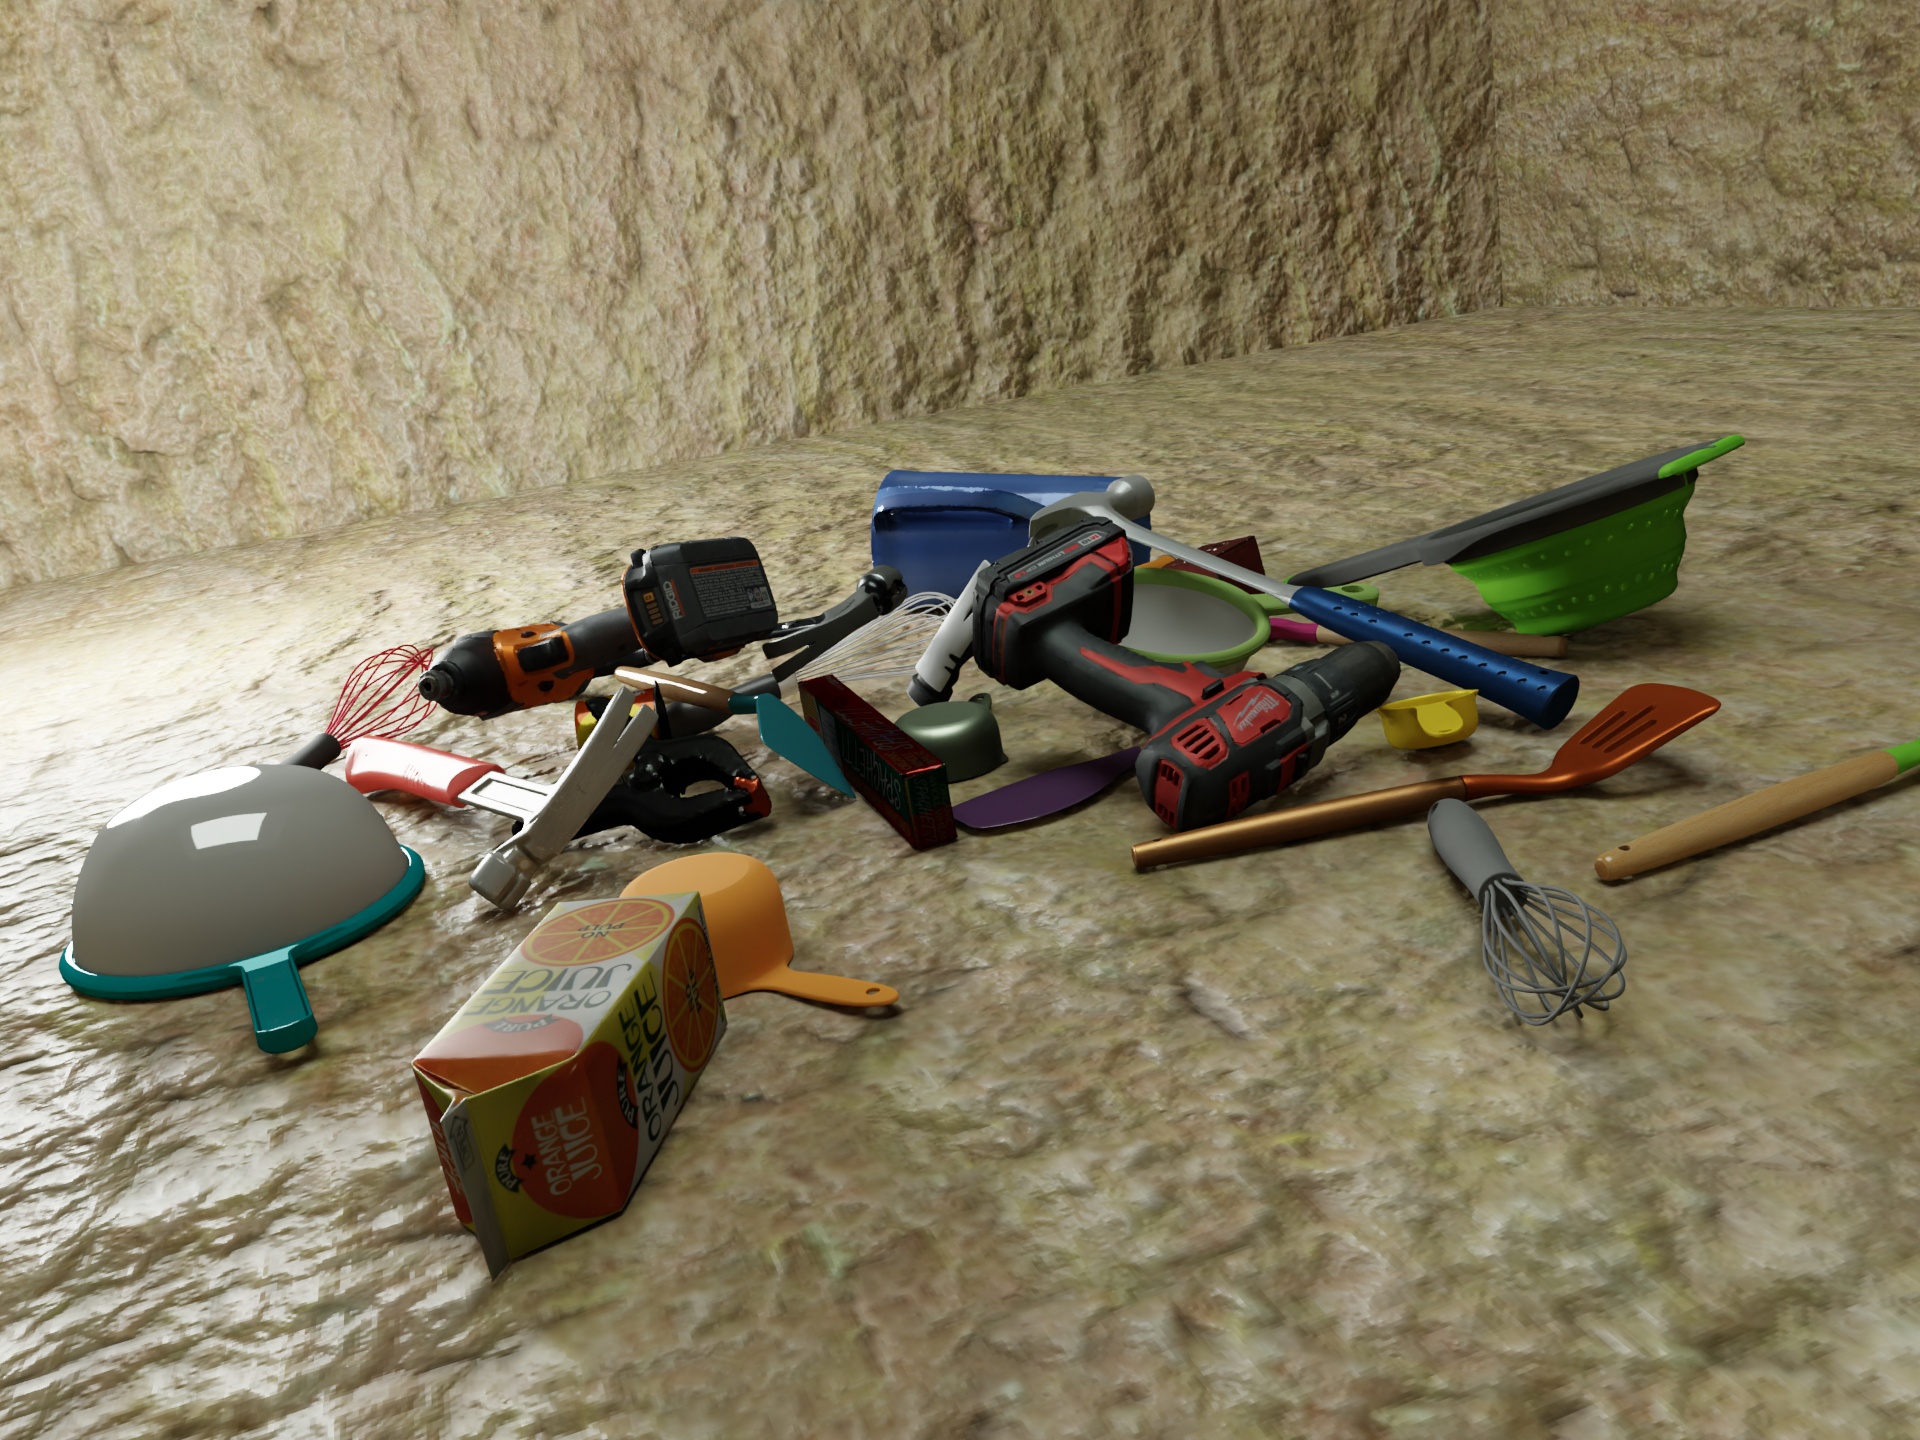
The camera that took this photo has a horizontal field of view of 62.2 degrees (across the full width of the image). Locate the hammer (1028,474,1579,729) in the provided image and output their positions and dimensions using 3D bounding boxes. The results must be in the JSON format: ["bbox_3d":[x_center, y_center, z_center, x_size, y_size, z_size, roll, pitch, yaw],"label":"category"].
[{"bbox_3d":[0.219,-0.085,1.084,0.144,0.035,0.406,-23,38,-39],"label":"hammer"}]

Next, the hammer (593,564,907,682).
[{"bbox_3d":[-0.242,-0.055,1.303,0.409,0.036,0.149,-7,22,35],"label":"hammer"}]

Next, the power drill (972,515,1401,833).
[{"bbox_3d":[0.136,-0.038,0.973,0.188,0.080,0.227,-28,48,-28],"label":"power drill"}]

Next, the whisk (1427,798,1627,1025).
[{"bbox_3d":[0.248,0.076,0.729,0.055,0.055,0.239,-7,14,5],"label":"whisk"}]

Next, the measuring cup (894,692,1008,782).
[{"bbox_3d":[-0.002,-0.004,1.106,0.083,0.038,0.168,-4,20,14],"label":"measuring cup"}]

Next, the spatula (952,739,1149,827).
[{"bbox_3d":[0.136,0.016,1.016,0.316,0.018,0.060,-19,21,-26],"label":"spatula"}]

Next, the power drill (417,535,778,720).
[{"bbox_3d":[-0.261,-0.057,1.120,0.226,0.084,0.164,-18,2,23],"label":"power drill"}]

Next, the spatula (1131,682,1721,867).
[{"bbox_3d":[0.249,0.033,0.869,0.322,0.041,0.081,-11,11,-5],"label":"spatula"}]

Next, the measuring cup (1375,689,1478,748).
[{"bbox_3d":[0.274,0.007,0.915,0.062,0.029,0.156,-11,6,13],"label":"measuring cup"}]

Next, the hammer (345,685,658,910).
[{"bbox_3d":[-0.335,0.033,1.077,0.359,0.036,0.149,7,58,52],"label":"hammer"}]

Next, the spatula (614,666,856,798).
[{"bbox_3d":[-0.178,-0.006,1.132,0.082,0.044,0.318,34,-12,-36],"label":"spatula"}]

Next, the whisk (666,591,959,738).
[{"bbox_3d":[-0.109,-0.041,1.256,0.284,0.070,0.070,-20,20,-20],"label":"whisk"}]

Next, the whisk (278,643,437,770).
[{"bbox_3d":[-0.498,0.012,1.276,0.073,0.073,0.296,-4,25,14],"label":"whisk"}]

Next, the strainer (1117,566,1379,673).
[{"bbox_3d":[0.187,-0.056,1.138,0.256,0.069,0.152,-8,31,-22],"label":"strainer"}]

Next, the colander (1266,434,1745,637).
[{"bbox_3d":[0.390,-0.104,1.191,0.204,0.094,0.397,-23,4,-37],"label":"colander"}]

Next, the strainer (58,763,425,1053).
[{"bbox_3d":[-0.413,0.092,0.911,0.211,0.095,0.341,-17,18,-25],"label":"strainer"}]

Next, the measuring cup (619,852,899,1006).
[{"bbox_3d":[-0.100,0.105,0.788,0.174,0.052,0.095,4,21,40],"label":"measuring cup"}]

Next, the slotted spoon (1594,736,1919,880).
[{"bbox_3d":[0.450,0.030,0.811,0.313,0.031,0.070,-16,19,-18],"label":"slotted spoon"}]

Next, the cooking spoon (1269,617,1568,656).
[{"bbox_3d":[0.293,-0.064,1.192,0.319,0.017,0.068,6,12,40],"label":"cooking spoon"}]

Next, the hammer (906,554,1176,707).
[{"bbox_3d":[0.090,-0.096,1.277,0.034,0.127,0.337,45,36,17],"label":"hammer"}]
